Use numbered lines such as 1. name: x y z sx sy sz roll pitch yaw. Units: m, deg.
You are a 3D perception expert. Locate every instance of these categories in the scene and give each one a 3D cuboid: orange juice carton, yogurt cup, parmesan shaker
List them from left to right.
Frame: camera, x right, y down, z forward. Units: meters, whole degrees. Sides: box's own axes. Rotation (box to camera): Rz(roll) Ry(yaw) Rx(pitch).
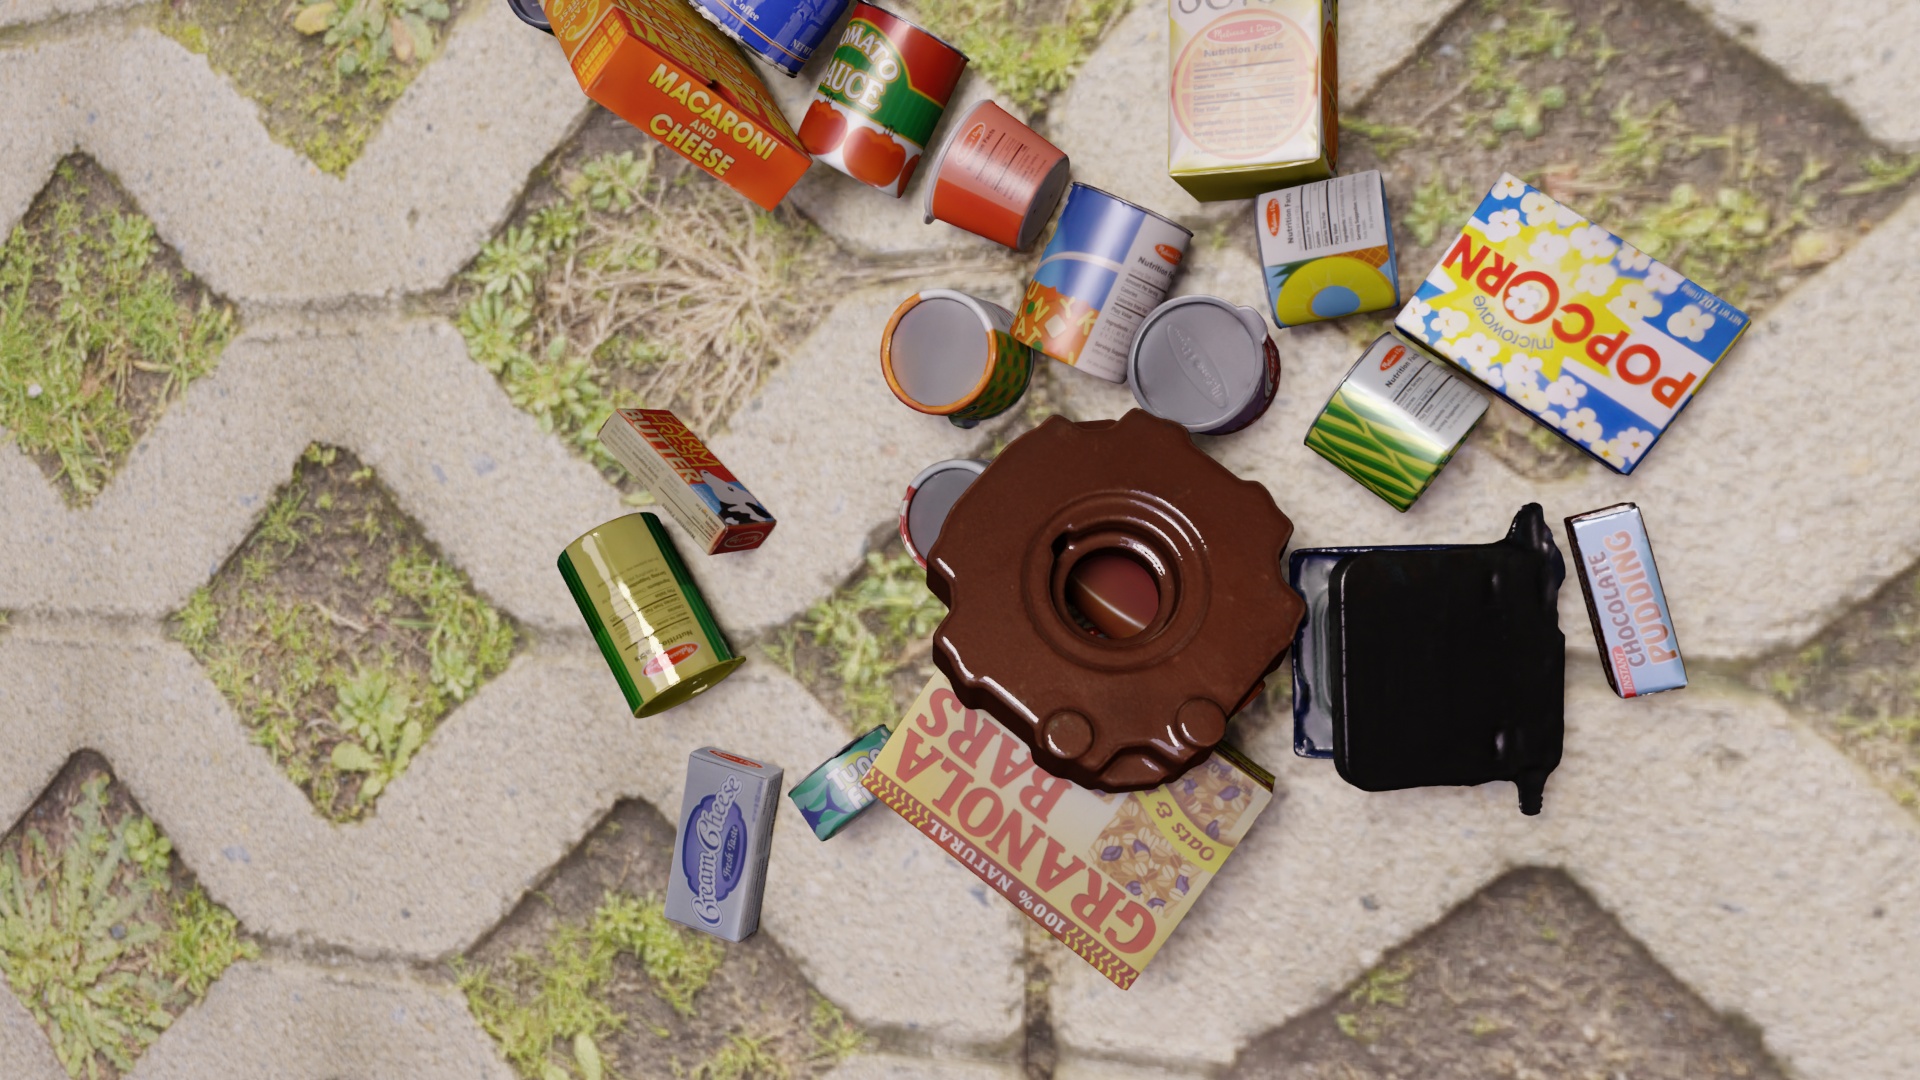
1. parmesan shaker: -0.180 0.042 0.810 0.071 0.071 0.103 -34 79 19
2. yogurt cup: 0.021 -0.188 0.725 0.054 0.072 0.072 31 103 10
3. orange juice carton: 0.142 -0.268 0.669 0.073 0.072 0.192 0 92 21

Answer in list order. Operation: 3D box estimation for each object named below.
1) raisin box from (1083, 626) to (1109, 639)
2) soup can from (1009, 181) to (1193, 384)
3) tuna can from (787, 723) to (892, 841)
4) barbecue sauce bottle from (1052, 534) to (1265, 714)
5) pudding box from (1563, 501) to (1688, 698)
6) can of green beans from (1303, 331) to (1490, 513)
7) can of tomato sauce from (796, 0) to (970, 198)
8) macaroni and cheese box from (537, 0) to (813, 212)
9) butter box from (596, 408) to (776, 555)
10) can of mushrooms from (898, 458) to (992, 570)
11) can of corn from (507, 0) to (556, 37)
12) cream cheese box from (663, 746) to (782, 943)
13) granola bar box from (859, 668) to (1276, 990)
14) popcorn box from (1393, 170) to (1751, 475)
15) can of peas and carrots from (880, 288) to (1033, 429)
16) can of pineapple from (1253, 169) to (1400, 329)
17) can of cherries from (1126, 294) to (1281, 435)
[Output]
1. raisin box: 0.045 0.112 0.735 0.086 0.040 0.123 -9 89 21
2. soup can: 0.069 -0.131 0.706 0.071 0.071 0.083 28 102 18
3. tuna can: -0.058 0.132 0.760 0.071 0.071 0.033 -41 79 18
4. barbecue sauce bottle: 0.093 0.028 0.706 0.065 0.043 0.148 -36 80 -22
5. pudding box: 0.299 0.026 0.627 0.030 0.050 0.083 -15 87 20
6. can of green beans: 0.205 -0.055 0.653 0.058 0.071 0.071 39 105 15
7. can of tomato sauce: -0.044 -0.236 0.744 0.071 0.071 0.083 32 103 18
8. macaroni and cheese box: -0.157 -0.257 0.727 0.040 0.123 0.167 -46 50 17
9. butter box: -0.159 -0.036 0.804 0.103 0.053 0.024 44 109 15
10. can of mushrooms: 0.003 -0.009 0.752 0.071 0.033 0.071 1 91 21
11. can of corn: -0.222 -0.324 0.818 0.071 0.058 0.071 1 92 21
12. cream cheese box: -0.140 0.179 0.818 0.053 0.024 0.103 13 96 21
13. granola bar box: 0.052 0.120 0.690 0.166 0.039 0.124 36 100 12
14. popcorn box: 0.277 -0.099 0.638 0.127 0.038 0.085 38 105 16
15. can of peas and carrots: -0.003 -0.096 0.738 0.071 0.059 0.071 1 92 22
16. can of pineapple: 0.176 -0.138 0.664 0.058 0.071 0.071 -8 89 21
17. can of cherries: 0.124 -0.086 0.689 0.071 0.058 0.071 0 91 22
